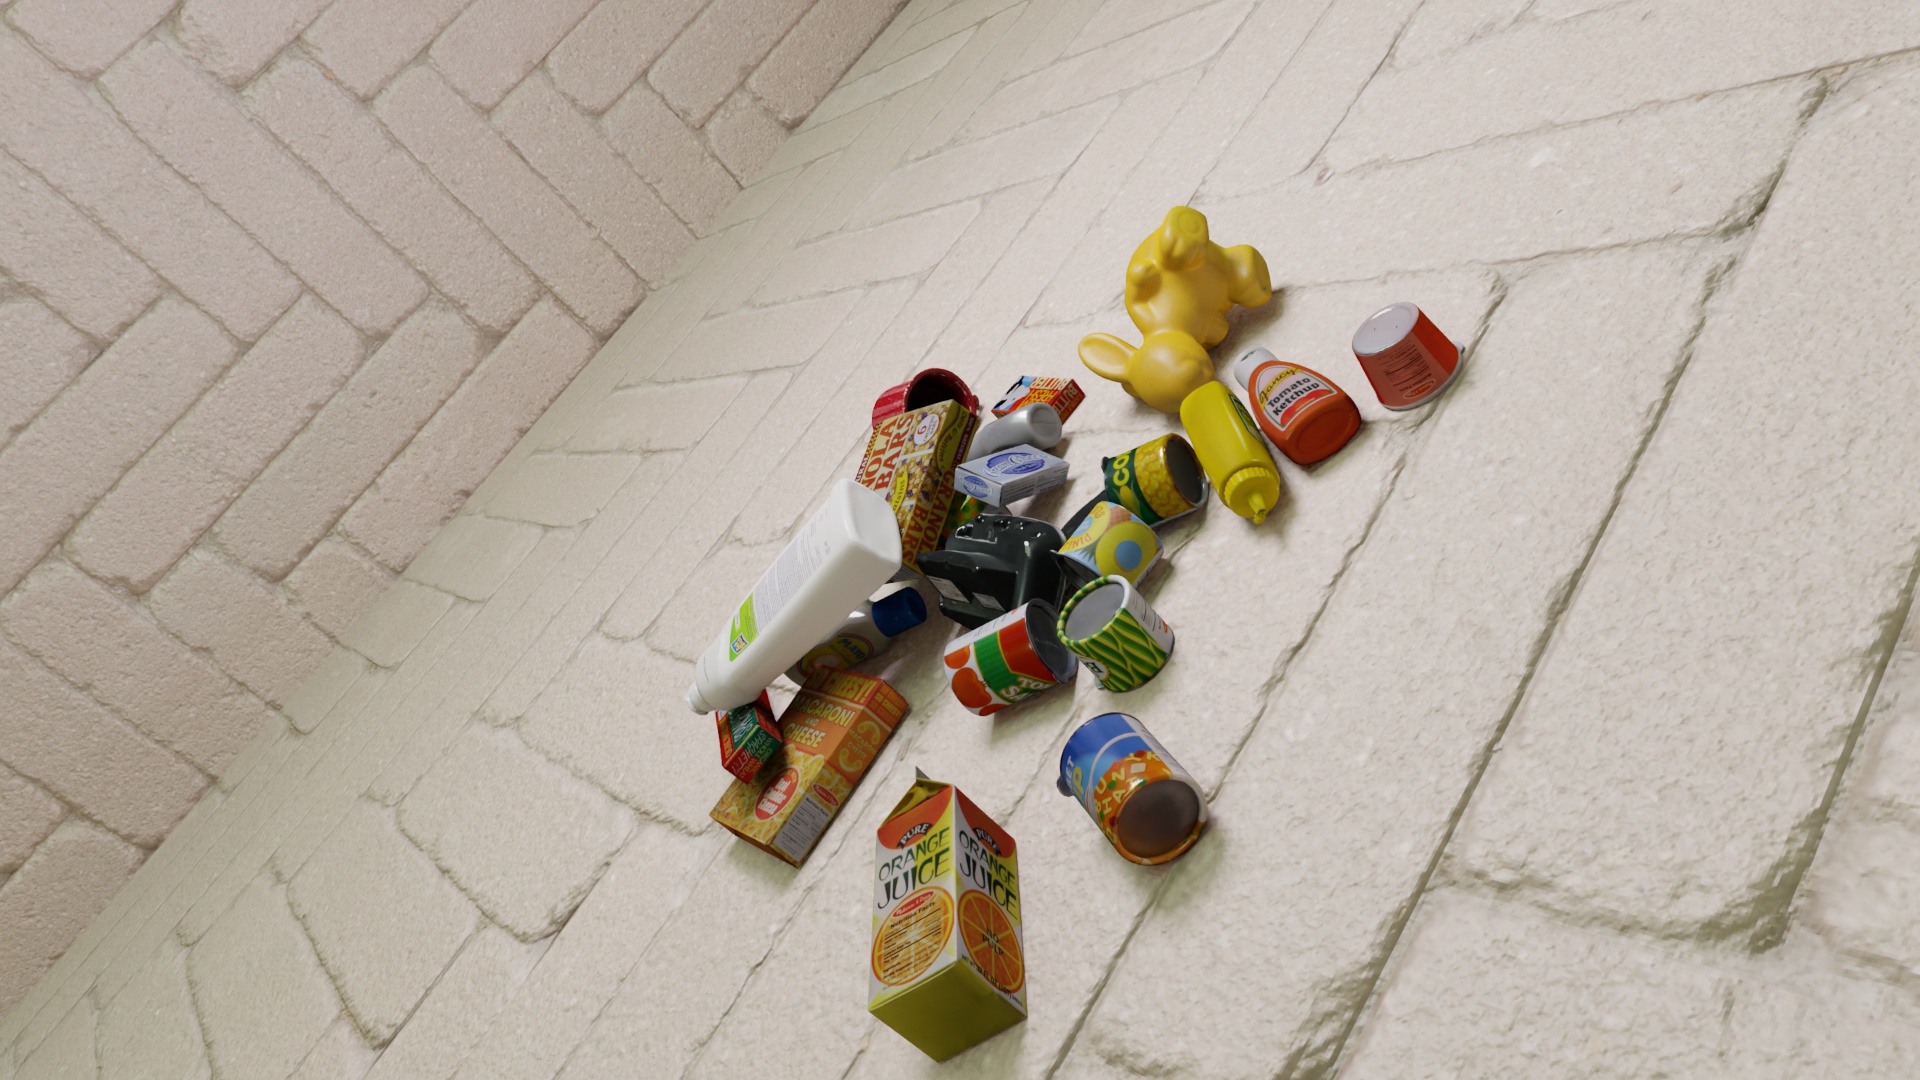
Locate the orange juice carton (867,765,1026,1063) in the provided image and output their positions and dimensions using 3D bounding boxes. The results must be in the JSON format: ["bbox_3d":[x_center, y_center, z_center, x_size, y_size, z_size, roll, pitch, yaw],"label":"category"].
[{"bbox_3d":[-0.010,0.236,0.928,0.073,0.071,0.194,-34,28,20],"label":"orange juice carton"}]

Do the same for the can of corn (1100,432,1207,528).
[{"bbox_3d":[0.155,-0.048,1.112,0.058,0.071,0.071,-23,33,34],"label":"can of corn"}]

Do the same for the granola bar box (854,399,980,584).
[{"bbox_3d":[-0.056,-0.041,1.275,0.124,0.039,0.166,-12,53,51],"label":"granola bar box"}]

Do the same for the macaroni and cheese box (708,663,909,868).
[{"bbox_3d":[-0.131,0.190,1.200,0.167,0.040,0.123,-54,28,-19],"label":"macaroni and cheese box"}]

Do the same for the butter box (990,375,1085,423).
[{"bbox_3d":[0.077,-0.140,1.404,0.053,0.024,0.103,-50,27,-13],"label":"butter box"}]

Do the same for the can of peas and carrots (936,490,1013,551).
[{"bbox_3d":[0.005,-0.016,1.279,0.059,0.071,0.071,-52,27,-14],"label":"can of peas and carrots"}]

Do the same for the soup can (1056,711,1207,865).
[{"bbox_3d":[0.107,0.159,0.883,0.071,0.071,0.084,-44,27,0],"label":"soup can"}]

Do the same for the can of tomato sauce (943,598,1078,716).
[{"bbox_3d":[0.039,0.093,1.076,0.083,0.071,0.071,-29,30,29],"label":"can of tomato sauce"}]

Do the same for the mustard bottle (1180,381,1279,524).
[{"bbox_3d":[0.212,-0.060,1.063,0.048,0.065,0.161,-36,33,18],"label":"mustard bottle"}]

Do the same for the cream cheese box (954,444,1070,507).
[{"bbox_3d":[0.047,-0.059,1.250,0.053,0.024,0.104,24,29,33],"label":"cream cheese box"}]

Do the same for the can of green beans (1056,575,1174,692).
[{"bbox_3d":[0.113,0.068,1.017,0.071,0.057,0.071,-33,28,21],"label":"can of green beans"}]

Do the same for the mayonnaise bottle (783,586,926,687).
[{"bbox_3d":[-0.101,0.088,1.285,0.148,0.064,0.041,-27,38,24],"label":"mayonnaise bottle"}]

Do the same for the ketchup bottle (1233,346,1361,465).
[{"bbox_3d":[0.257,-0.112,1.093,0.064,0.043,0.149,-35,27,7],"label":"ketchup bottle"}]

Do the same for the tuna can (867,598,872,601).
[{"bbox_3d":[-0.111,0.055,1.333,0.033,0.071,0.071,-45,26,-3],"label":"tuna can"}]

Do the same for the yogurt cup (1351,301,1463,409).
[{"bbox_3d":[0.326,-0.138,1.024,0.072,0.054,0.073,-34,28,21],"label":"yogurt cup"}]

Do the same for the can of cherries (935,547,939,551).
[{"bbox_3d":[-0.050,-0.013,1.357,0.071,0.071,0.059,-33,29,21],"label":"can of cherries"}]

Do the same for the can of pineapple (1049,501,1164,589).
[{"bbox_3d":[0.115,0.010,1.084,0.058,0.071,0.071,-50,27,-14],"label":"can of pineapple"}]

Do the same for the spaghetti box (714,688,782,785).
[{"bbox_3d":[-0.198,0.166,1.274,0.050,0.028,0.250,-51,13,-3],"label":"spaghetti box"}]

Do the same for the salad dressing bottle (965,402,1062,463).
[{"bbox_3d":[0.036,-0.094,1.363,0.147,0.064,0.044,-20,78,50],"label":"salad dressing bottle"}]
